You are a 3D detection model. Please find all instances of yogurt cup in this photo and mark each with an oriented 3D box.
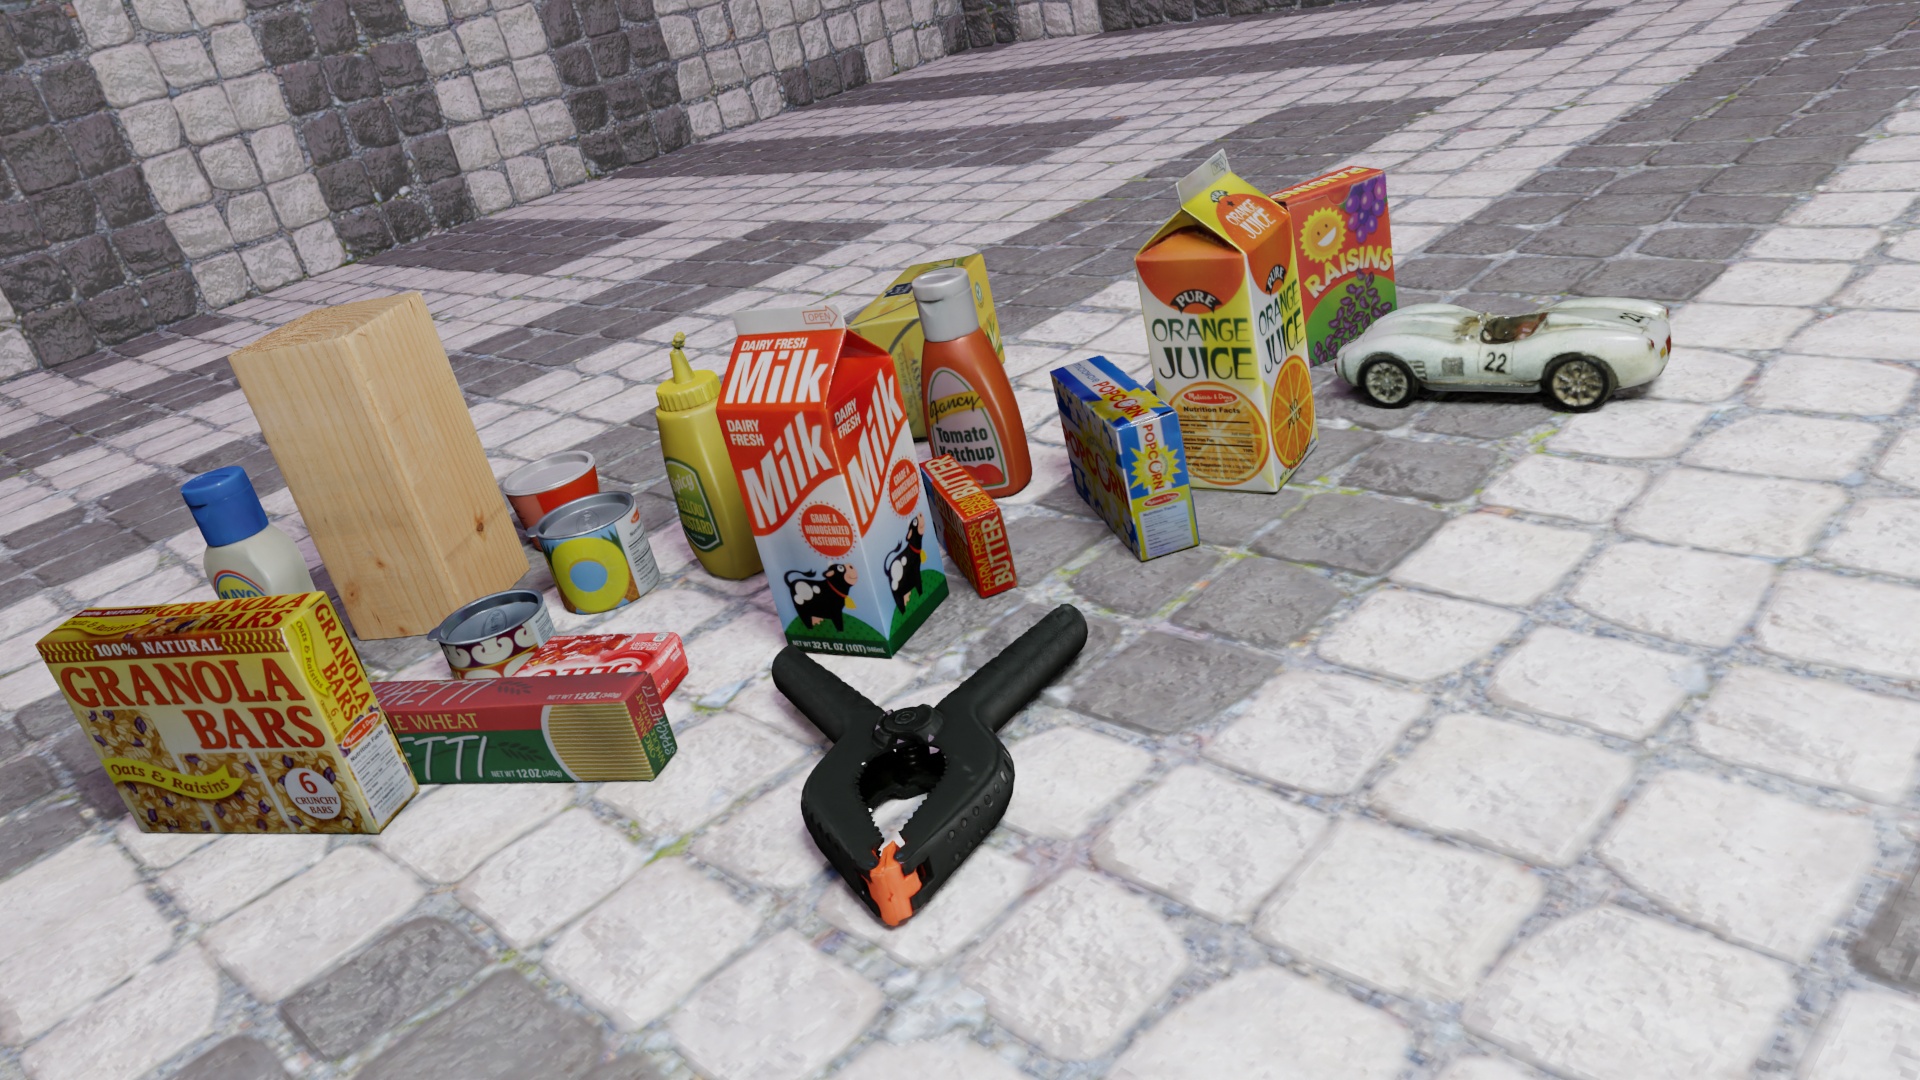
[{"bbox_3d":[-0.291,-0.027,1.009,0.072,0.053,0.073,-11,25,5],"label":"yogurt cup"}]

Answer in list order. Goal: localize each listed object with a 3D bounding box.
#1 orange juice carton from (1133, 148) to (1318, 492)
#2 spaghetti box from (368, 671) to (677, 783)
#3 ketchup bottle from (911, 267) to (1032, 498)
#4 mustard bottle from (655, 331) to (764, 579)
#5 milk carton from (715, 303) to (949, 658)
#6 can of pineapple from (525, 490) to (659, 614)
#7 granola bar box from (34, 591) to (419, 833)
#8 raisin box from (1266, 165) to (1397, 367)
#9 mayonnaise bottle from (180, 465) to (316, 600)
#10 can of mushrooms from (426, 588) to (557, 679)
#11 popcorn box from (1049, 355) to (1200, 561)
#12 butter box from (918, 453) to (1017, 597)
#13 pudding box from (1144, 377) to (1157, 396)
[{"bbox_3d":[0.158,-0.130,0.830,0.073,0.191,0.072,5,30,35],"label":"orange juice carton"},{"bbox_3d":[-0.269,0.101,0.733,0.250,0.050,0.029,-4,26,20],"label":"spaghetti box"},{"bbox_3d":[0.003,-0.101,0.901,0.064,0.148,0.044,0,28,28],"label":"ketchup bottle"},{"bbox_3d":[-0.159,-0.055,0.873,0.049,0.159,0.065,-32,30,-34],"label":"mustard bottle"},{"bbox_3d":[-0.071,-0.036,0.753,0.072,0.189,0.074,1,28,29],"label":"milk carton"},{"bbox_3d":[-0.237,0.008,0.903,0.071,0.057,0.071,-11,25,5],"label":"can of pineapple"},{"bbox_3d":[-0.378,0.092,0.720,0.165,0.123,0.039,-4,26,20],"label":"granola bar box"},{"bbox_3d":[0.266,-0.197,0.998,0.086,0.123,0.040,-21,26,-16],"label":"raisin box"},{"bbox_3d":[-0.427,0.028,0.850,0.065,0.147,0.041,-2,27,24],"label":"mayonnaise bottle"},{"bbox_3d":[-0.284,0.060,0.846,0.071,0.033,0.071,-11,25,5],"label":"can of mushrooms"},{"bbox_3d":[0.096,-0.052,0.826,0.038,0.085,0.127,-17,25,-8],"label":"popcorn box"},{"bbox_3d":[0.003,-0.010,0.824,0.024,0.053,0.104,-19,25,-10],"label":"butter box"},{"bbox_3d":[0.152,-0.095,0.929,0.030,0.049,0.084,1,29,30],"label":"pudding box"}]
